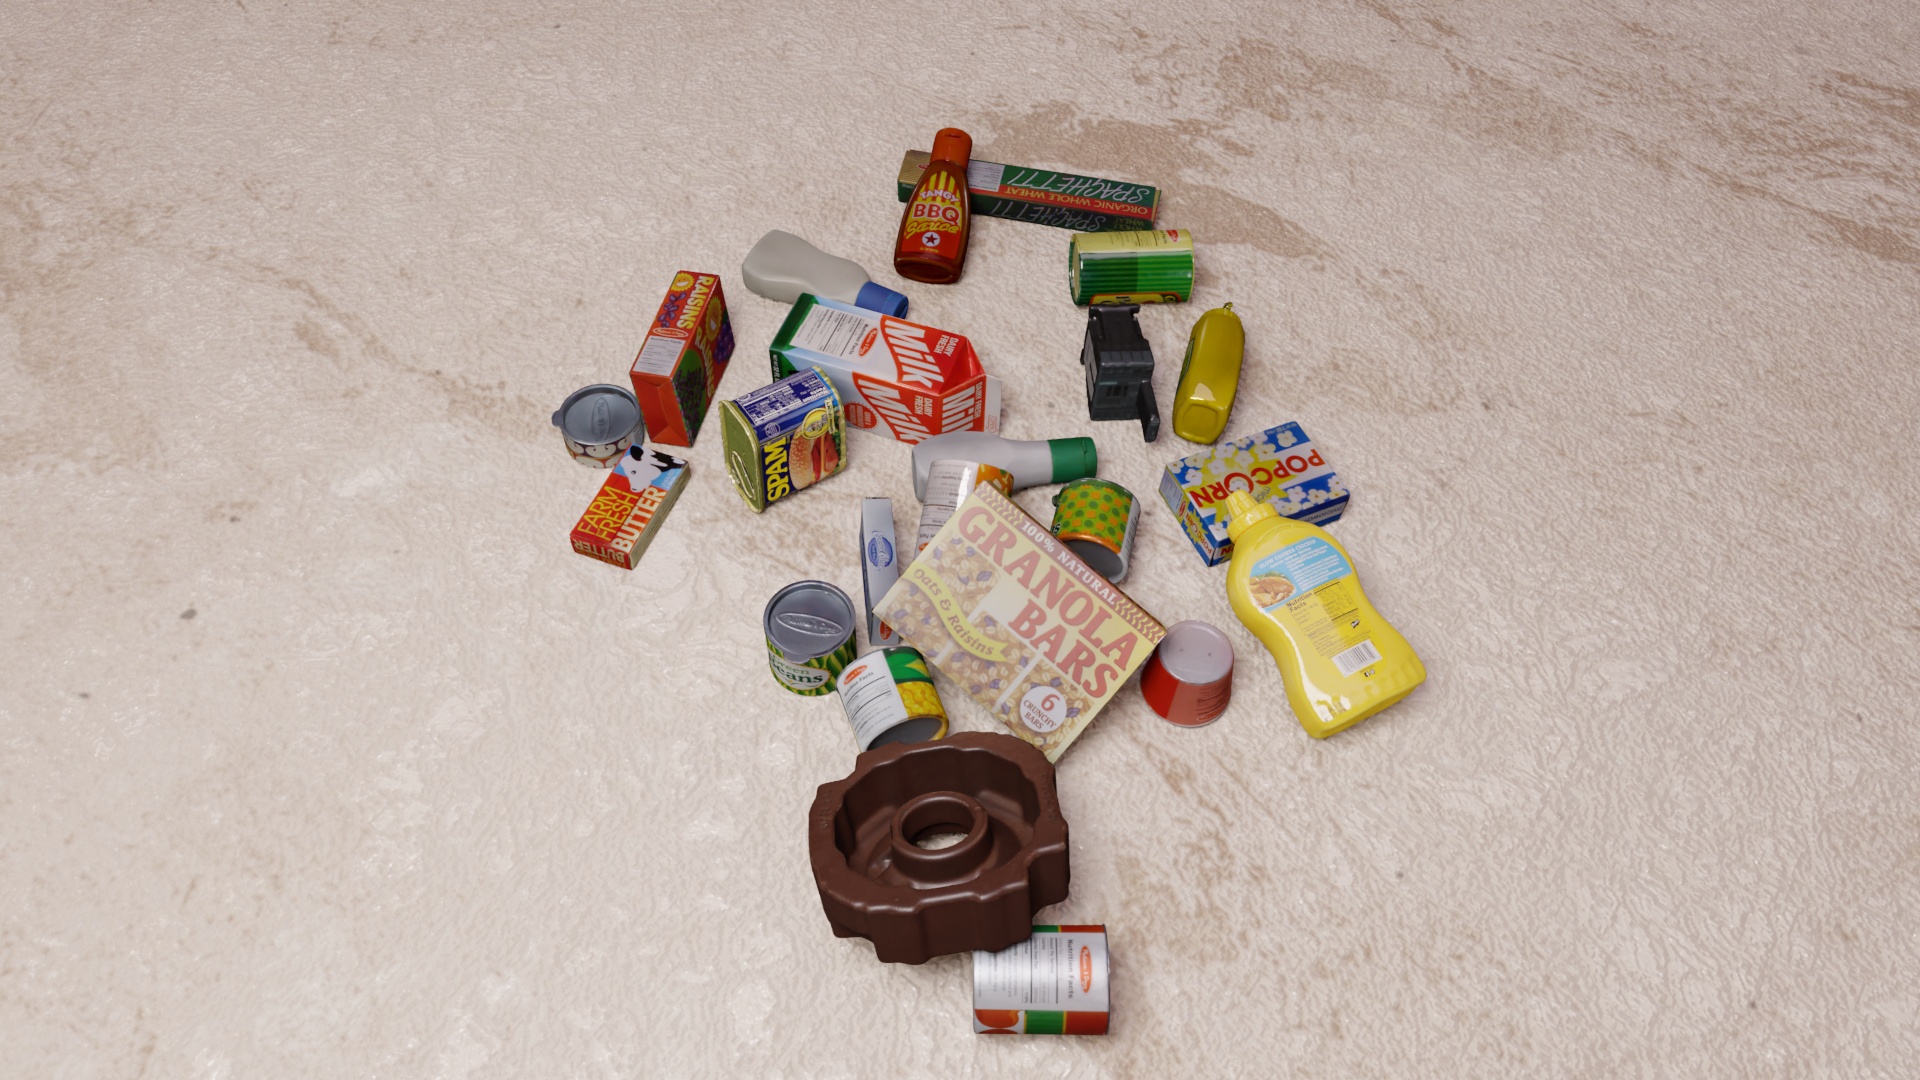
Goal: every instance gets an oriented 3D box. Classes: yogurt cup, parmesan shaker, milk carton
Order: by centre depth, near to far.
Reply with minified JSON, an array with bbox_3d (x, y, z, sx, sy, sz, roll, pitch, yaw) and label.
[{"bbox_3d":[0.167,0.095,1.011,0.072,0.053,0.073,1,54,-1],"label":"yogurt cup"},{"bbox_3d":[-0.057,-0.136,1.159,0.191,0.072,0.074,16,55,11],"label":"milk carton"},{"bbox_3d":[0.153,-0.247,1.256,0.103,0.071,0.071,-3,54,-4],"label":"parmesan shaker"}]

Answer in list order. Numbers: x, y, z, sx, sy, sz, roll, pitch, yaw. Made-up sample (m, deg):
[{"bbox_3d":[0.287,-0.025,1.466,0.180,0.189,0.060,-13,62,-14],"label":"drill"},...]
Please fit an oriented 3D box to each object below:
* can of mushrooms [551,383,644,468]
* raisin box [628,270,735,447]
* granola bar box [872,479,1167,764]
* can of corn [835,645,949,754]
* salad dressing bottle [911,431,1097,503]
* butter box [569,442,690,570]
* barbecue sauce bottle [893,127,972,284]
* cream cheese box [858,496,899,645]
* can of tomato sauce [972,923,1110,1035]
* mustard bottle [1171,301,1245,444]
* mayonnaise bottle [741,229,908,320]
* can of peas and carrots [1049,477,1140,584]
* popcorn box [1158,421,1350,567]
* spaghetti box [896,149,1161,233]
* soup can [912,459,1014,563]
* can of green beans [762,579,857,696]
[{"bbox_3d":[-0.297,-0.094,1.141,0.071,0.033,0.071,1,54,-2],"label":"can of mushrooms"},{"bbox_3d":[-0.229,-0.152,1.154,0.040,0.085,0.124,8,54,9],"label":"raisin box"},{"bbox_3d":[0.041,0.055,0.977,0.165,0.039,0.124,40,94,1],"label":"granola bar box"},{"bbox_3d":[-0.046,0.117,0.979,0.071,0.070,0.058,-16,57,-14],"label":"can of corn"},{"bbox_3d":[0.035,-0.060,1.126,0.148,0.043,0.064,-5,59,-8],"label":"salad dressing bottle"},{"bbox_3d":[-0.260,-0.028,1.099,0.053,0.024,0.104,18,55,10],"label":"butter box"},{"bbox_3d":[-0.019,-0.311,1.284,0.065,0.043,0.149,9,69,3],"label":"barbecue sauce bottle"},{"bbox_3d":[-0.061,0.023,1.053,0.024,0.053,0.104,-2,54,-9],"label":"cream cheese box"},{"bbox_3d":[0.049,0.274,0.866,0.083,0.070,0.071,0,54,1],"label":"can of tomato sauce"},{"bbox_3d":[0.216,-0.154,1.193,0.049,0.065,0.161,17,49,3],"label":"mustard bottle"},{"bbox_3d":[-0.119,-0.228,1.244,0.148,0.041,0.065,25,58,14],"label":"mayonnaise bottle"},{"bbox_3d":[0.100,-0.006,1.075,0.071,0.070,0.059,12,55,6],"label":"can of peas and carrots"},{"bbox_3d":[0.237,-0.039,1.122,0.127,0.038,0.085,-19,58,-16],"label":"popcorn box"},{"bbox_3d":[0.065,-0.332,1.335,0.250,0.028,0.050,10,54,5],"label":"spaghetti box"},{"bbox_3d":[0.004,-0.013,1.058,0.071,0.071,0.084,10,82,5],"label":"soup can"},{"bbox_3d":[-0.109,0.072,1.012,0.071,0.057,0.071,1,54,-2],"label":"can of green beans"}]
